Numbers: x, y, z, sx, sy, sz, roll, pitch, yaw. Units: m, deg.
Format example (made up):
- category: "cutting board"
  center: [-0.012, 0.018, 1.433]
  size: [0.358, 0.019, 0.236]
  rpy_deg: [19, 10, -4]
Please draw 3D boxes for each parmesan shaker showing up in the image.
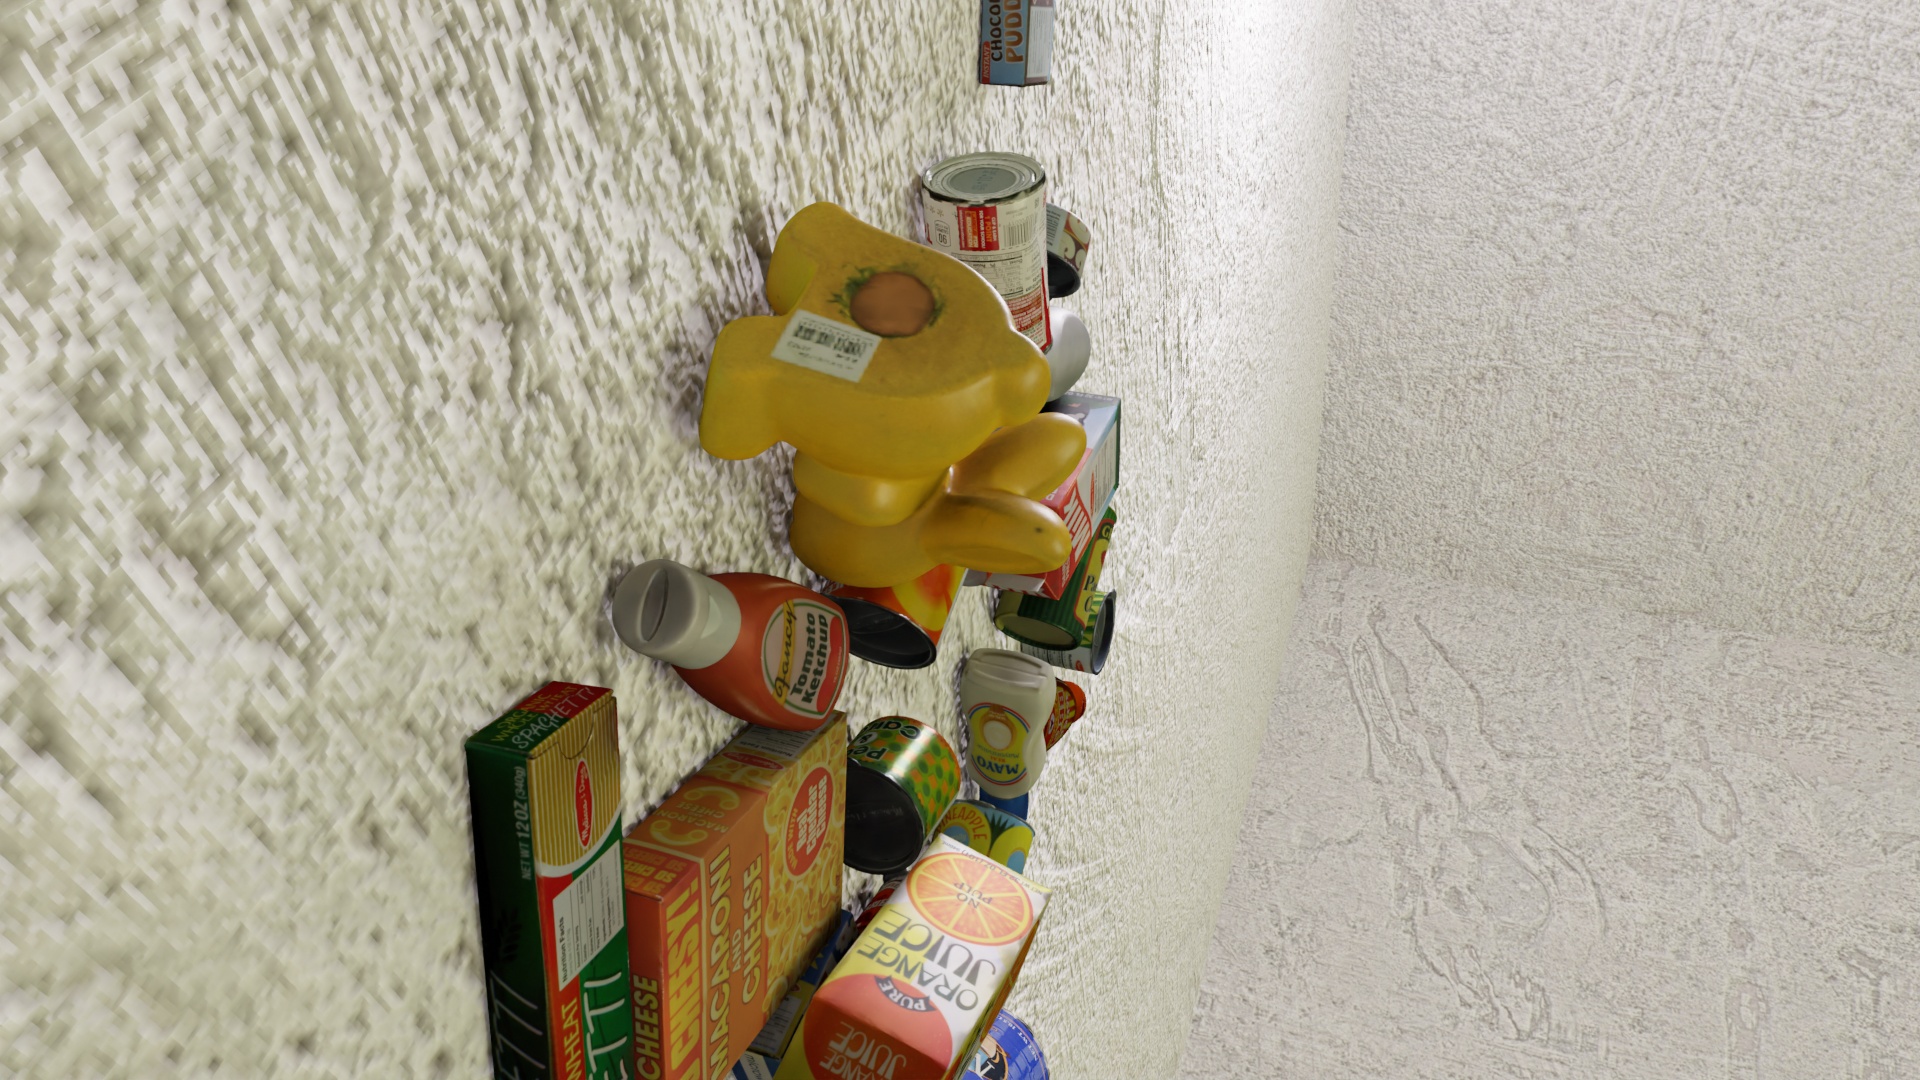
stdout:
- category: "parmesan shaker"
  center: [0.068, 0.022, 1.008]
  size: [0.071, 0.071, 0.103]
  rpy_deg: [62, 42, -61]

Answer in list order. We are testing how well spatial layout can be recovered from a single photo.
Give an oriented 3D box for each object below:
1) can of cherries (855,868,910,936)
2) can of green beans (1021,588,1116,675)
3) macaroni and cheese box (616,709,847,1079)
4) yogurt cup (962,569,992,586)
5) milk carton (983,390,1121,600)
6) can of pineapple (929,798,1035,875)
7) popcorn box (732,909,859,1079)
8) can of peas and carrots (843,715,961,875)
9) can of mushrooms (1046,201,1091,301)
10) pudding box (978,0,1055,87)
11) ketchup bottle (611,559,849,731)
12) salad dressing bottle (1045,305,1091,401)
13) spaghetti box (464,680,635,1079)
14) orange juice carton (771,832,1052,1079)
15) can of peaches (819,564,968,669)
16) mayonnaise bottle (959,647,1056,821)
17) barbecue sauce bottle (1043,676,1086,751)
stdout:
- category: "can of cherries"
  center: [-0.035, 0.238, 0.822]
  size: [0.058, 0.071, 0.071]
  rpy_deg: [-41, 137, -61]
- category: "can of green beans"
  center: [0.085, 0.068, 1.091]
  size: [0.071, 0.058, 0.071]
  rpy_deg: [9, 91, -71]
- category: "macaroni and cheese box"
  center: [-0.103, 0.162, 0.615]
  size: [0.167, 0.040, 0.123]
  rpy_deg: [-41, 138, -62]
- category: "yogurt cup"
  center: [0.003, -0.010, 0.803]
  size: [0.054, 0.072, 0.072]
  rpy_deg: [-60, 154, -27]
- category: "milk carton"
  center: [0.047, -0.025, 0.909]
  size: [0.191, 0.072, 0.073]
  rpy_deg: [-57, 151, -51]
- category: "can of pineapple"
  center: [0.010, 0.213, 0.934]
  size: [0.070, 0.071, 0.058]
  rpy_deg: [69, 36, -57]
- category: "popcorn box"
  center: [-0.080, 0.259, 0.734]
  size: [0.126, 0.038, 0.085]
  rpy_deg: [82, 26, -43]
- category: "can of peas and carrots"
  center: [-0.041, 0.134, 0.747]
  size: [0.059, 0.071, 0.070]
  rpy_deg: [-45, 141, -60]
- category: "can of mushrooms"
  center: [0.043, -0.173, 0.832]
  size: [0.071, 0.071, 0.033]
  rpy_deg: [51, 50, -66]
- category: "pudding box"
  center: [0.034, -0.303, 0.792]
  size: [0.050, 0.030, 0.083]
  rpy_deg: [-40, 137, -61]
- category: "ketchup bottle"
  center: [-0.093, 0.041, 0.579]
  size: [0.148, 0.043, 0.065]
  rpy_deg: [39, 58, -68]
- category: "salad dressing bottle"
  center: [0.043, -0.118, 0.896]
  size: [0.148, 0.044, 0.064]
  rpy_deg: [-29, 129, -65]
- category: "spaghetti box"
  center: [-0.146, 0.174, 0.512]
  size: [0.050, 0.029, 0.249]
  rpy_deg: [-41, 138, -62]
- category: "orange juice carton"
  center: [-0.026, 0.232, 0.680]
  size: [0.193, 0.072, 0.072]
  rpy_deg: [-40, 151, -61]
- category: "can of peaches"
  center: [-0.036, 0.023, 0.704]
  size: [0.071, 0.071, 0.058]
  rpy_deg: [73, 33, -54]
- category: "mayonnaise bottle"
  center: [0.032, 0.143, 0.971]
  size: [0.041, 0.065, 0.147]
  rpy_deg: [-60, 157, -49]
- category: "barbecue sauce bottle"
  center: [0.064, 0.133, 1.085]
  size: [0.148, 0.044, 0.065]
  rpy_deg: [4, 96, -72]
